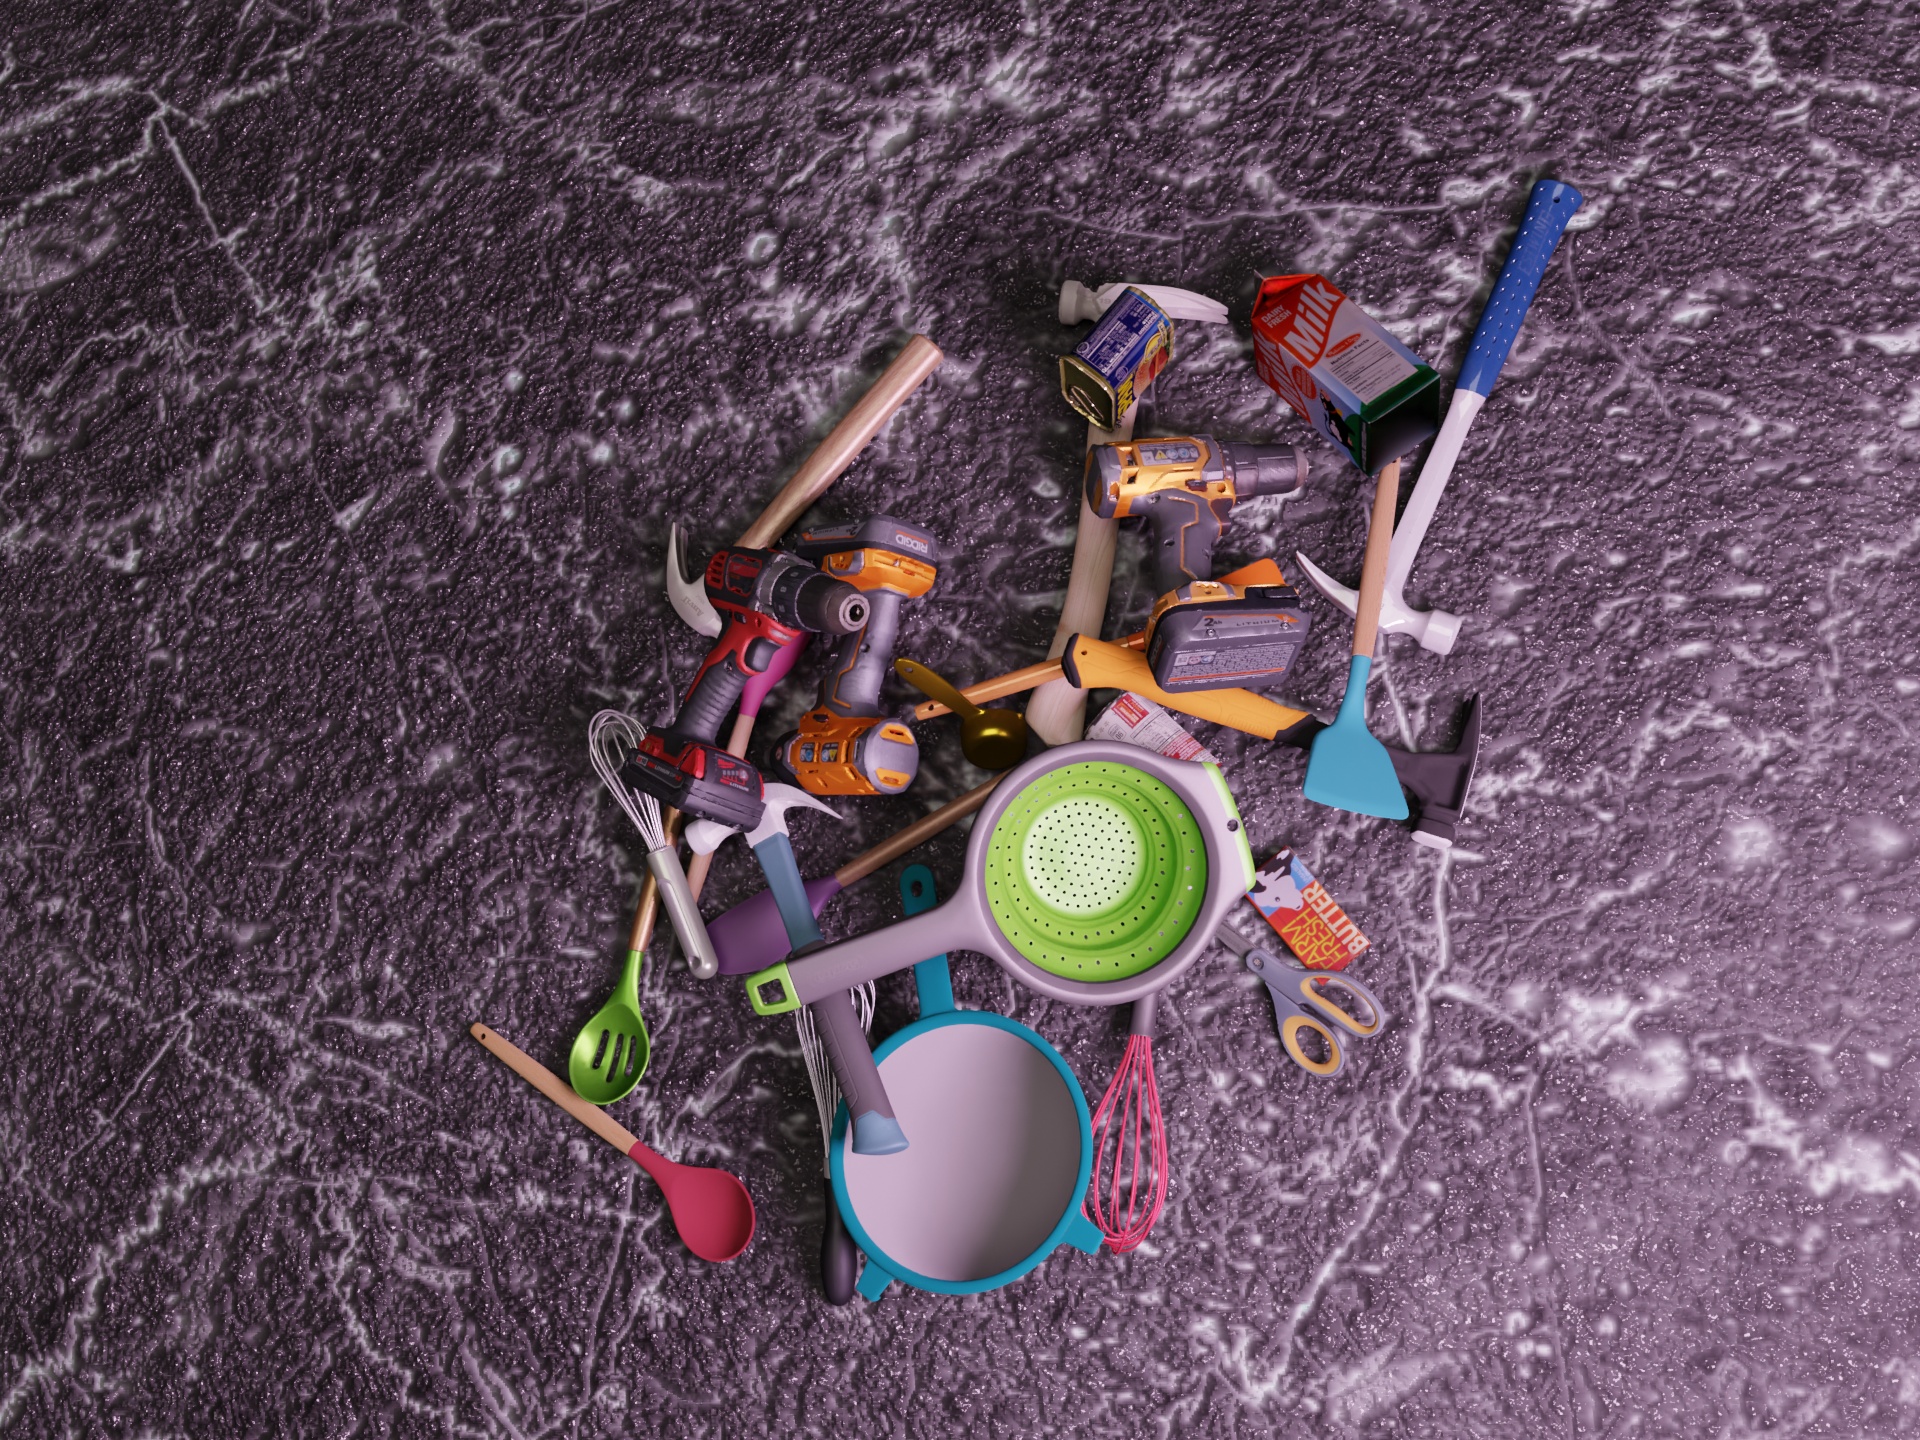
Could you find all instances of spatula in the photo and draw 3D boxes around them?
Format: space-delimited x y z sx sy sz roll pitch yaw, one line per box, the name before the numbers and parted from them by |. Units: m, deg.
spatula | 0.323 -0.076 1.246 0.082 0.044 0.318 12 74 -2
spatula | -0.080 0.124 1.352 0.316 0.018 0.060 -32 78 5
spatula | 0.117 -0.053 1.313 0.322 0.041 0.081 -18 80 8

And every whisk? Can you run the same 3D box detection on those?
whisk | 0.140 0.271 1.264 0.073 0.073 0.296 6 76 12
whisk | -0.101 0.332 1.303 0.070 0.070 0.285 -2 85 10
whisk | -0.260 0.104 1.355 0.058 0.059 0.246 -26 83 35

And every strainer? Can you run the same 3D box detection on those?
strainer | 0.000 0.285 1.278 0.211 0.095 0.341 -17 62 12

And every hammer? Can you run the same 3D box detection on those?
hammer | 0.413 -0.263 1.320 0.144 0.035 0.405 23 85 14
hammer | 0.245 -0.010 1.266 0.337 0.034 0.127 18 77 2
hammer | -0.118 0.195 1.275 0.128 0.033 0.331 -30 63 12
hammer | 0.128 -0.176 1.359 0.146 0.038 0.411 8 82 11
hammer | -0.137 -0.214 1.419 0.130 0.031 0.331 40 89 14

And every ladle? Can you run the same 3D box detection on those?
ladle | -0.298 0.349 1.349 0.315 0.031 0.069 32 84 16

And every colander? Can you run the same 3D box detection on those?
colander | 0.025 0.140 1.244 0.397 0.094 0.204 -20 95 -2

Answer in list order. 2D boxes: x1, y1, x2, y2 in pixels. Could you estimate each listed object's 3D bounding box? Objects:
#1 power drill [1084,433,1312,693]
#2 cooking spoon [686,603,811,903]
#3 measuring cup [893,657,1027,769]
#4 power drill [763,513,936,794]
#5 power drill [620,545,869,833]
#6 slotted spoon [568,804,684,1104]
power drill | 0.211 -0.138 1.268 0.185 0.084 0.226 -5 56 -10
cooking spoon | -0.193 0.021 1.382 0.068 0.017 0.319 18 88 -22
measuring cup | -0.002 -0.004 1.296 0.062 0.156 0.029 -28 47 27
power drill | -0.101 -0.049 1.342 0.164 0.084 0.226 -4 77 45
power drill | -0.169 -0.029 1.288 0.188 0.080 0.227 18 86 47
slotted spoon | -0.272 0.174 1.376 0.070 0.031 0.314 11 80 13
